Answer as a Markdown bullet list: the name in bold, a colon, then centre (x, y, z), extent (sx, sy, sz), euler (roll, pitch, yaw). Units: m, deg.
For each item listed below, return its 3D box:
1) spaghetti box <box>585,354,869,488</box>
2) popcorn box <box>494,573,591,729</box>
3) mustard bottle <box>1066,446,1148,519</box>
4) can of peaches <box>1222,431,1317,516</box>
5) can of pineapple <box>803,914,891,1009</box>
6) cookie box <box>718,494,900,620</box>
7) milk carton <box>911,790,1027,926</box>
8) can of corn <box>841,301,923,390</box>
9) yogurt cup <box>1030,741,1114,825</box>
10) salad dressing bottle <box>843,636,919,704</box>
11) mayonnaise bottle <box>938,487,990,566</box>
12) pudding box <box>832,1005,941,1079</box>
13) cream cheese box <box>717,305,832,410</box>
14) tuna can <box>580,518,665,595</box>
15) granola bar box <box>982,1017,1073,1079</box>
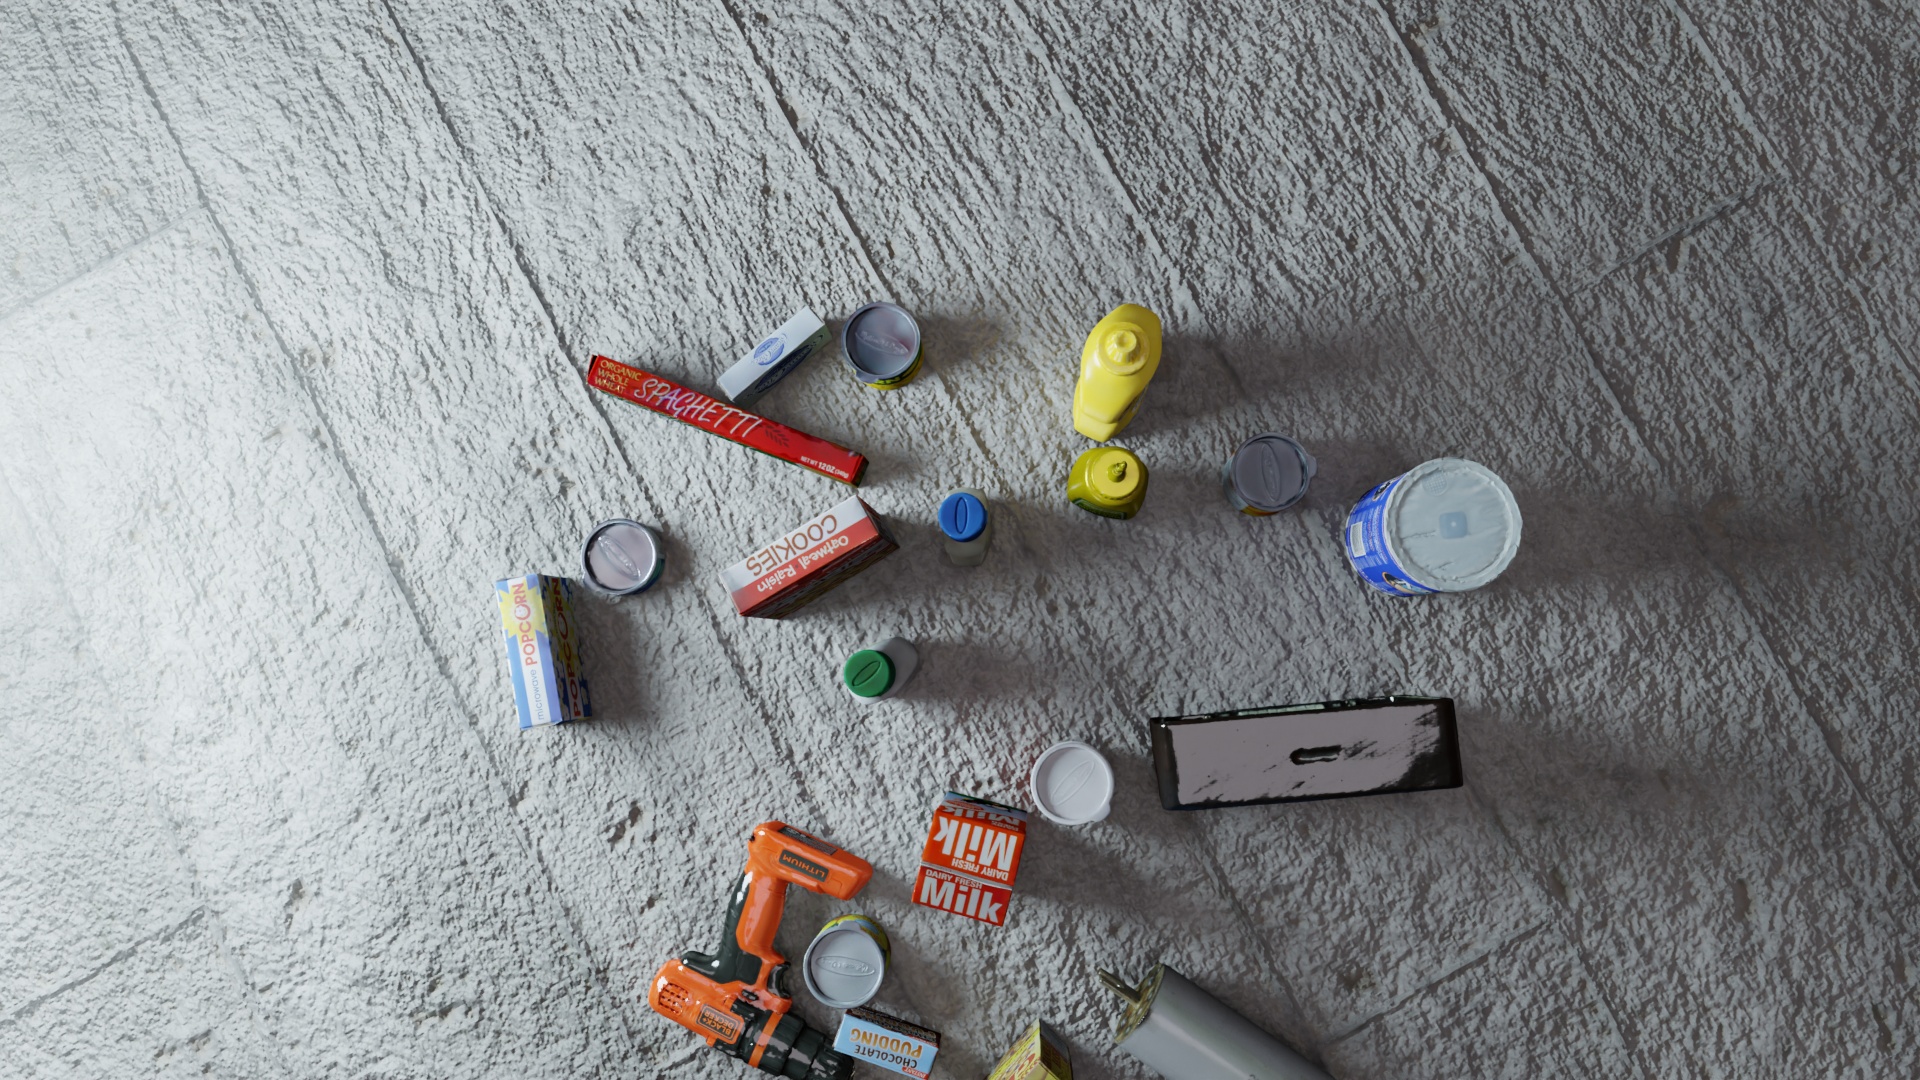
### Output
- **spaghetti box**: centre (-0.200, -0.102, 1.195), extent (0.250, 0.050, 0.028), euler (21, 87, 4)
- **popcorn box**: centre (-0.349, 0.093, 1.167), extent (0.038, 0.085, 0.126), euler (-12, 85, 2)
- **mustard bottle**: centre (0.121, -0.048, 1.121), extent (0.065, 0.160, 0.049), euler (17, 87, 4)
- **can of peaches**: centre (0.259, -0.055, 1.166), extent (0.071, 0.058, 0.071), euler (0, 85, 3)
- **can of pineapple**: centre (-0.091, 0.345, 1.147), extent (0.071, 0.058, 0.071), euler (0, 85, 3)
- **cookie box**: centre (-0.117, 0.018, 1.122), extent (0.123, 0.167, 0.040), euler (-31, 85, 0)
- **milk carton**: centre (0.009, 0.248, 1.085), extent (0.072, 0.190, 0.073), euler (14, 86, 4)
- **can of corn**: centre (-0.067, -0.163, 1.190), extent (0.071, 0.058, 0.071), euler (0, 85, 3)
- **yogurt cup**: centre (0.092, 0.199, 1.154), extent (0.072, 0.054, 0.072), euler (0, 85, 3)
- **salad dressing bottle**: centre (-0.066, 0.106, 1.122), extent (0.064, 0.147, 0.044), euler (-41, 85, -1)
- **mayonnaise bottle**: centre (0.004, -0.014, 1.129), extent (0.041, 0.148, 0.065), euler (1, 86, 3)
- **pudding box**: centre (-0.060, 0.413, 1.144), extent (0.084, 0.049, 0.030), euler (18, 87, 4)
- **cream cheese box**: centre (-0.159, -0.157, 1.196), extent (0.104, 0.053, 0.024), euler (-40, 85, -1)
- **tuna can**: centre (-0.292, 0.017, 1.198), extent (0.071, 0.033, 0.071), euler (0, 85, 3)
- **granola bar box**: centre (0.022, 0.468, 1.098), extent (0.039, 0.124, 0.165), euler (41, 88, 5)
